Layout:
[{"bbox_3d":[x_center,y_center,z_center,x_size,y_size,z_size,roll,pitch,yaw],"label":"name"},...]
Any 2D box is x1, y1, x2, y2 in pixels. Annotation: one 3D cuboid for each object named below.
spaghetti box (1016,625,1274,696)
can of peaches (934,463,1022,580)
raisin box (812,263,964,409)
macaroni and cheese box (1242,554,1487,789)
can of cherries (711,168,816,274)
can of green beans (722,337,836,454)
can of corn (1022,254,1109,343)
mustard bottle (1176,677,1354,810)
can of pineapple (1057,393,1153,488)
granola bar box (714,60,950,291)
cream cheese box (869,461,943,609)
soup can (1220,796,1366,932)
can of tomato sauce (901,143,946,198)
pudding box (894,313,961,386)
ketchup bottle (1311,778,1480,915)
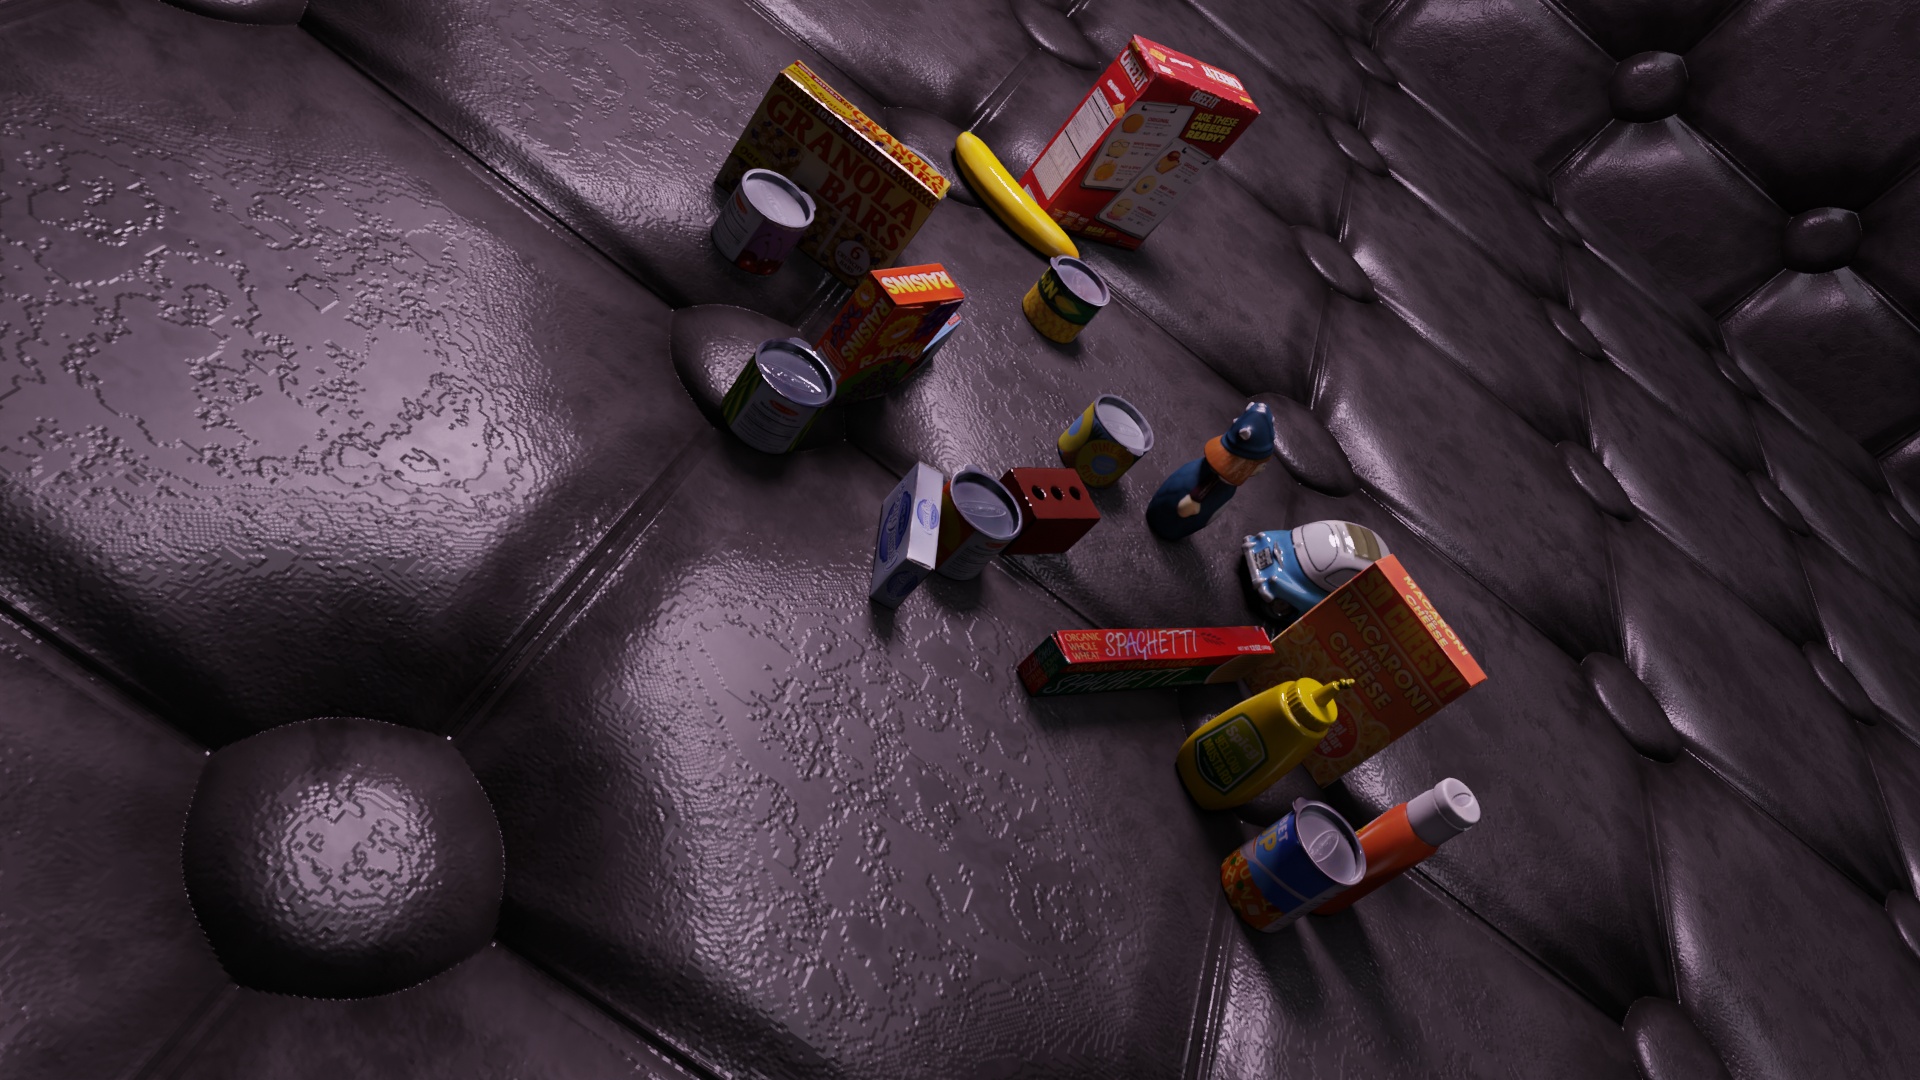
[{"bbox_3d":[0.152,0.093,1.096,0.250,0.050,0.029,2,53,-41],"label":"spaghetti box"},{"bbox_3d":[0.004,-0.013,1.059,0.071,0.057,0.071,24,41,-23],"label":"can of peaches"},{"bbox_3d":[-0.064,-0.159,1.085,0.086,0.122,0.040,-18,68,-49],"label":"raisin box"},{"bbox_3d":[0.326,0.108,1.143,0.040,0.165,0.124,-13,64,-48],"label":"macaroni and cheese box"},{"bbox_3d":[-0.162,-0.263,1.150,0.071,0.058,0.072,24,41,-23],"label":"can of cherries"},{"bbox_3d":[-0.134,-0.106,1.025,0.071,0.057,0.071,24,41,-23],"label":"can of green beans"},{"bbox_3d":[0.101,-0.237,1.363,0.071,0.058,0.071,24,41,-23],"label":"can of corn"},{"bbox_3d":[0.229,0.142,1.028,0.049,0.159,0.065,-3,57,-44],"label":"mustard bottle"},{"bbox_3d":[0.130,-0.087,1.244,0.071,0.057,0.071,24,41,-23],"label":"can of pineapple"},{"bbox_3d":[-0.109,-0.306,1.185,0.165,0.123,0.039,38,37,-7],"label":"granola bar box"},{"bbox_3d":[-0.039,-0.004,1.016,0.024,0.053,0.104,27,40,-20],"label":"cream cheese box"},{"bbox_3d":[0.239,0.235,1.010,0.071,0.083,0.072,24,41,-23],"label":"soup can"},{"bbox_3d":[-0.063,-0.306,1.262,0.071,0.082,0.071,24,41,-23],"label":"can of tomato sauce"},{"bbox_3d":[-0.037,-0.168,1.179,0.030,0.049,0.084,43,37,0],"label":"pudding box"},{"bbox_3d":[0.318,0.228,1.034,0.065,0.148,0.043,-5,58,-45],"label":"ketchup bottle"}]
